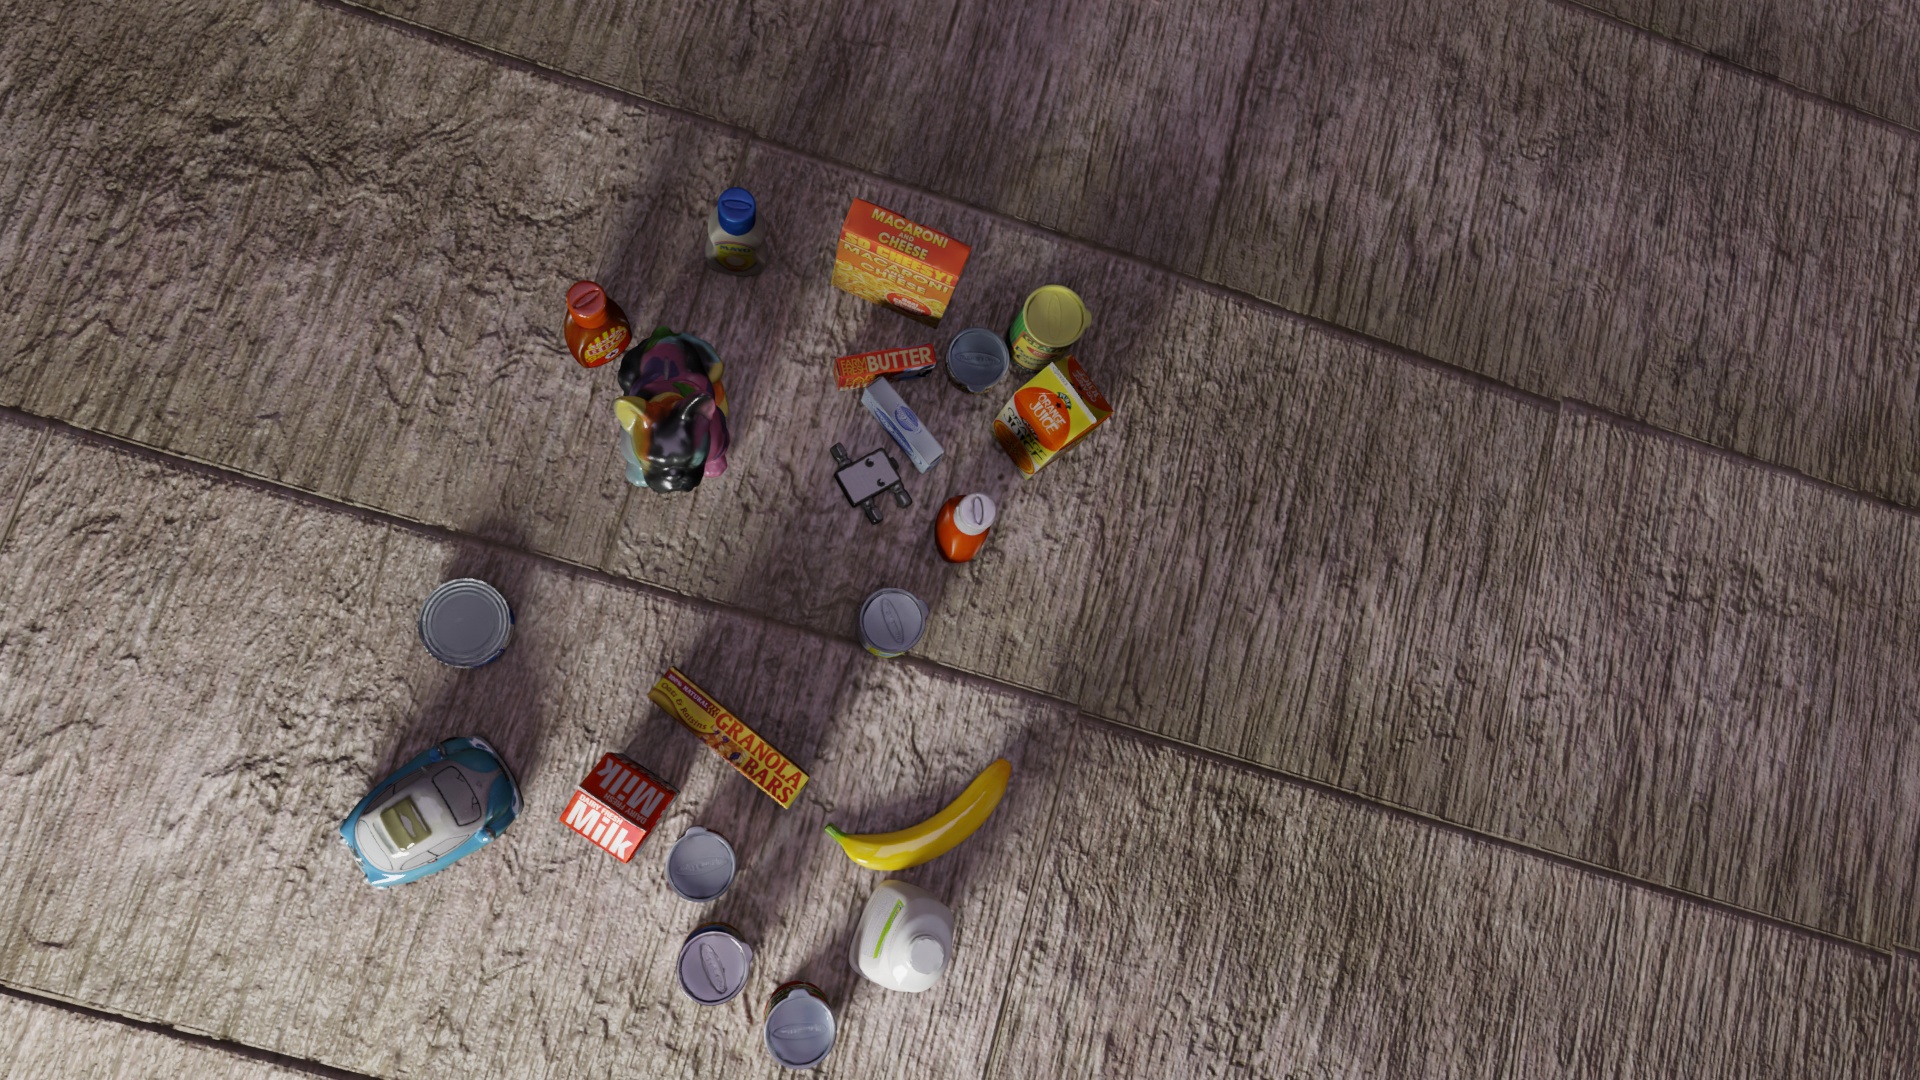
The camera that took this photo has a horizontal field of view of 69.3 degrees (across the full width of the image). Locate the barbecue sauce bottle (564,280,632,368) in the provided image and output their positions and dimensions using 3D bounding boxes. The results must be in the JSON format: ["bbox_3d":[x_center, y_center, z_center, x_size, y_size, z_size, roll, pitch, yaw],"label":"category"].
[{"bbox_3d":[-0.357,-0.213,1.354,0.065,0.148,0.043,-36,88,-12],"label":"barbecue sauce bottle"}]

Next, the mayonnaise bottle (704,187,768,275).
[{"bbox_3d":[-0.224,-0.308,1.391,0.065,0.148,0.041,6,80,-8],"label":"mayonnaise bottle"}]

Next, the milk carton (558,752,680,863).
[{"bbox_3d":[-0.309,0.242,1.264,0.072,0.190,0.073,34,78,-2],"label":"milk carton"}]

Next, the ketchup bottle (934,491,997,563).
[{"bbox_3d":[0.005,-0.017,1.379,0.043,0.148,0.065,-2,82,-9],"label":"ketchup bottle"}]

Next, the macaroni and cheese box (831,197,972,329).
[{"bbox_3d":[-0.063,-0.278,1.402,0.124,0.166,0.040,22,79,-5],"label":"macaroni and cheese box"}]

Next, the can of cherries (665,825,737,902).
[{"bbox_3d":[-0.248,0.308,1.331,0.071,0.058,0.071,1,81,-9],"label":"can of cherries"}]

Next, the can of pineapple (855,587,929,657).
[{"bbox_3d":[-0.069,0.083,1.397,0.071,0.057,0.071,1,81,-9],"label":"can of pineapple"}]

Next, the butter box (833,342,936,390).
[{"bbox_3d":[-0.079,-0.180,1.442,0.104,0.053,0.024,-10,83,-11],"label":"butter box"}]

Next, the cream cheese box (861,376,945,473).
[{"bbox_3d":[-0.059,-0.118,1.434,0.024,0.053,0.104,-39,89,-12],"label":"cream cheese box"}]

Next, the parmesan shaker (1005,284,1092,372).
[{"bbox_3d":[0.090,-0.219,1.449,0.071,0.103,0.071,1,81,-9],"label":"parmesan shaker"}]

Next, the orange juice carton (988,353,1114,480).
[{"bbox_3d":[0.092,-0.125,1.388,0.073,0.192,0.072,-35,88,-12],"label":"orange juice carton"}]

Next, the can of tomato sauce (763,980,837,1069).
[{"bbox_3d":[-0.153,0.453,1.309,0.071,0.083,0.071,1,81,-9],"label":"can of tomato sauce"}]

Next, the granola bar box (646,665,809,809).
[{"bbox_3d":[-0.219,0.187,1.322,0.165,0.124,0.039,39,78,-1],"label":"granola bar box"}]

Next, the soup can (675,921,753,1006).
[{"bbox_3d":[-0.229,0.395,1.306,0.071,0.083,0.071,1,81,-9],"label":"soup can"}]

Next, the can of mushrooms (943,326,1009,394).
[{"bbox_3d":[0.016,-0.187,1.468,0.071,0.033,0.071,1,81,-9],"label":"can of mushrooms"}]
